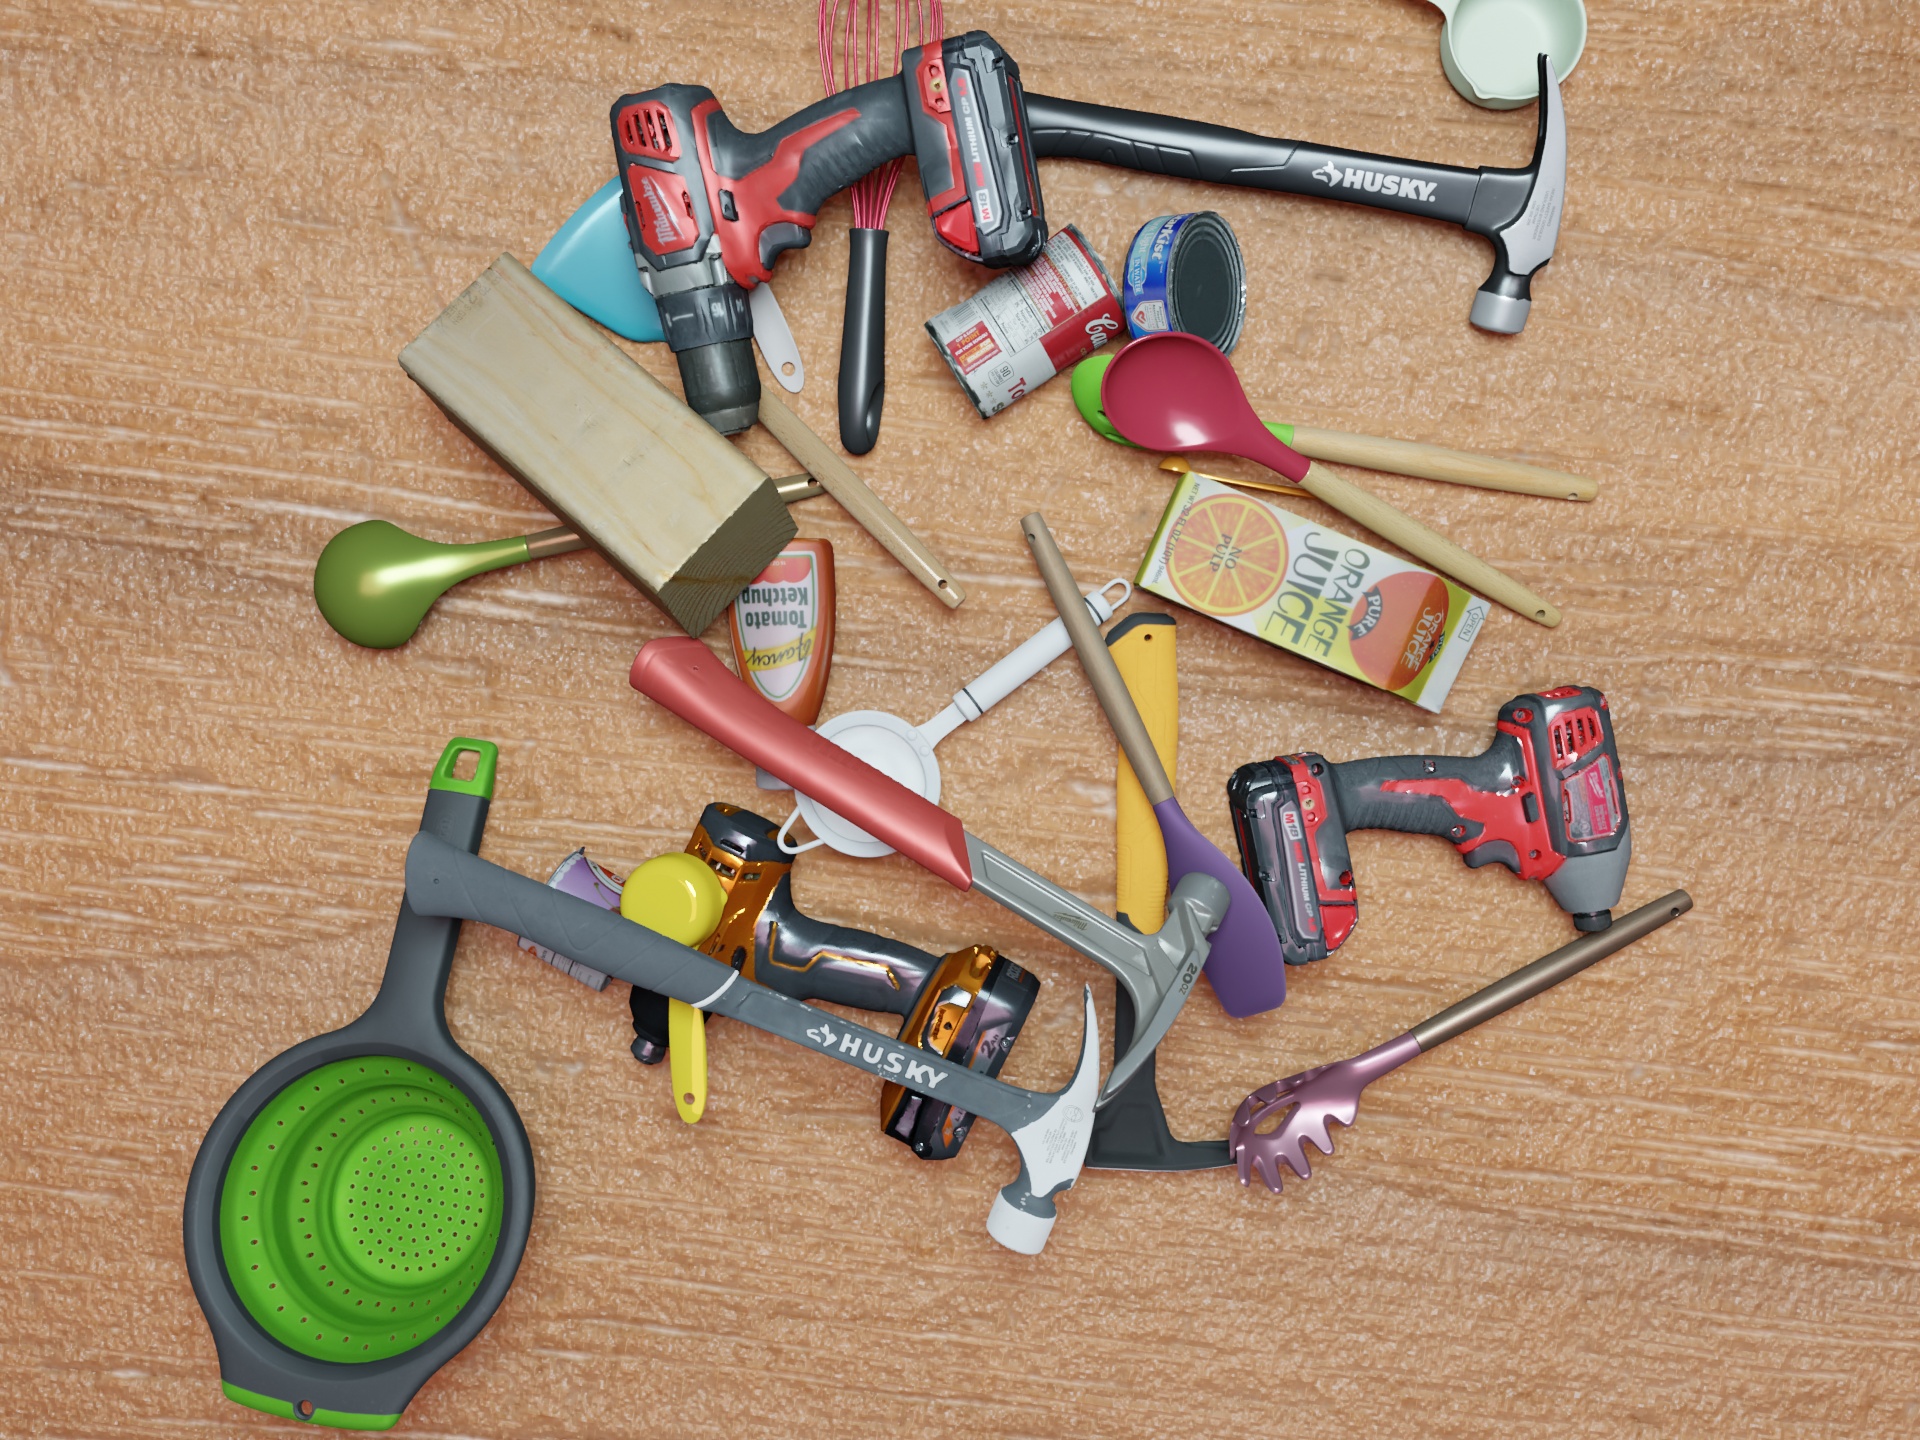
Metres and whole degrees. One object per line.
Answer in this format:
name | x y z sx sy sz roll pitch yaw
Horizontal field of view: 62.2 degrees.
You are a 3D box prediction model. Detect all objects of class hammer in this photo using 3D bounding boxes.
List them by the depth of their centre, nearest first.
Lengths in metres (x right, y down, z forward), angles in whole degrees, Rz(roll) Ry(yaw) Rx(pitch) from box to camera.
hammer | -0.035 0.062 0.877 0.359 0.036 0.149 30 55 10
hammer | -0.115 0.152 0.879 0.409 0.036 0.149 23 95 -1
hammer | 0.173 -0.323 0.902 0.335 0.035 0.146 12 116 6
hammer | 0.117 0.104 0.954 0.127 0.034 0.337 1 95 4

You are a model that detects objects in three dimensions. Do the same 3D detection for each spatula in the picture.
spatula | 0.108 0.022 0.916 0.060 0.018 0.316 -30 83 43
spatula | -0.113 -0.180 0.930 0.317 0.044 0.082 45 92 5

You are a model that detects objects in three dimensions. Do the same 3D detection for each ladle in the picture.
ladle | 0.216 -0.129 0.901 0.315 0.031 0.069 27 120 -14
ladle | -0.231 -0.109 0.959 0.320 0.062 0.078 -13 91 -3

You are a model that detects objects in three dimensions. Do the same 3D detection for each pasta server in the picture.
pasta server | 0.294 0.180 0.932 0.316 0.040 0.060 -27 110 -3

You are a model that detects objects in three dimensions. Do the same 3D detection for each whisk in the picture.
whisk | -0.051 -0.303 0.920 0.073 0.073 0.296 4 100 3

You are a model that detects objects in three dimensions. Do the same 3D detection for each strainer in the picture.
strainer | -0.002 -0.003 0.946 0.258 0.050 0.087 -37 90 -3

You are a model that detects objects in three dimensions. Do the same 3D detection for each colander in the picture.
colander | -0.330 0.210 0.970 0.204 0.094 0.397 8 77 6

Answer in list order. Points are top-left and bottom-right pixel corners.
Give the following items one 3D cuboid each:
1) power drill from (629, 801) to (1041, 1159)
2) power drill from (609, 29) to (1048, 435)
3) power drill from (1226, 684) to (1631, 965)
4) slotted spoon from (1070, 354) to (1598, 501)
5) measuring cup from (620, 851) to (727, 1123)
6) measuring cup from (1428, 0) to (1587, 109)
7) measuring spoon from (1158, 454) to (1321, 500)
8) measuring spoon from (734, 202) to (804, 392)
power drill | -0.085 0.169 0.949 0.226 0.084 0.164 27 96 5
power drill | -0.070 -0.264 0.866 0.226 0.080 0.188 -8 103 12
power drill | 0.277 0.069 0.924 0.219 0.078 0.143 -12 94 1
slotted spoon | 0.217 -0.160 0.922 0.313 0.070 0.031 10 61 -3
measuring cup | -0.163 0.154 0.908 0.062 0.029 0.156 -5 87 11
measuring cup | 0.271 -0.407 0.903 0.167 0.038 0.083 28 96 3
measuring spoon | 0.174 -0.141 0.933 0.117 0.021 0.011 10 96 -4
measuring spoon | -0.122 -0.254 0.951 0.034 0.018 0.124 -22 100 5
